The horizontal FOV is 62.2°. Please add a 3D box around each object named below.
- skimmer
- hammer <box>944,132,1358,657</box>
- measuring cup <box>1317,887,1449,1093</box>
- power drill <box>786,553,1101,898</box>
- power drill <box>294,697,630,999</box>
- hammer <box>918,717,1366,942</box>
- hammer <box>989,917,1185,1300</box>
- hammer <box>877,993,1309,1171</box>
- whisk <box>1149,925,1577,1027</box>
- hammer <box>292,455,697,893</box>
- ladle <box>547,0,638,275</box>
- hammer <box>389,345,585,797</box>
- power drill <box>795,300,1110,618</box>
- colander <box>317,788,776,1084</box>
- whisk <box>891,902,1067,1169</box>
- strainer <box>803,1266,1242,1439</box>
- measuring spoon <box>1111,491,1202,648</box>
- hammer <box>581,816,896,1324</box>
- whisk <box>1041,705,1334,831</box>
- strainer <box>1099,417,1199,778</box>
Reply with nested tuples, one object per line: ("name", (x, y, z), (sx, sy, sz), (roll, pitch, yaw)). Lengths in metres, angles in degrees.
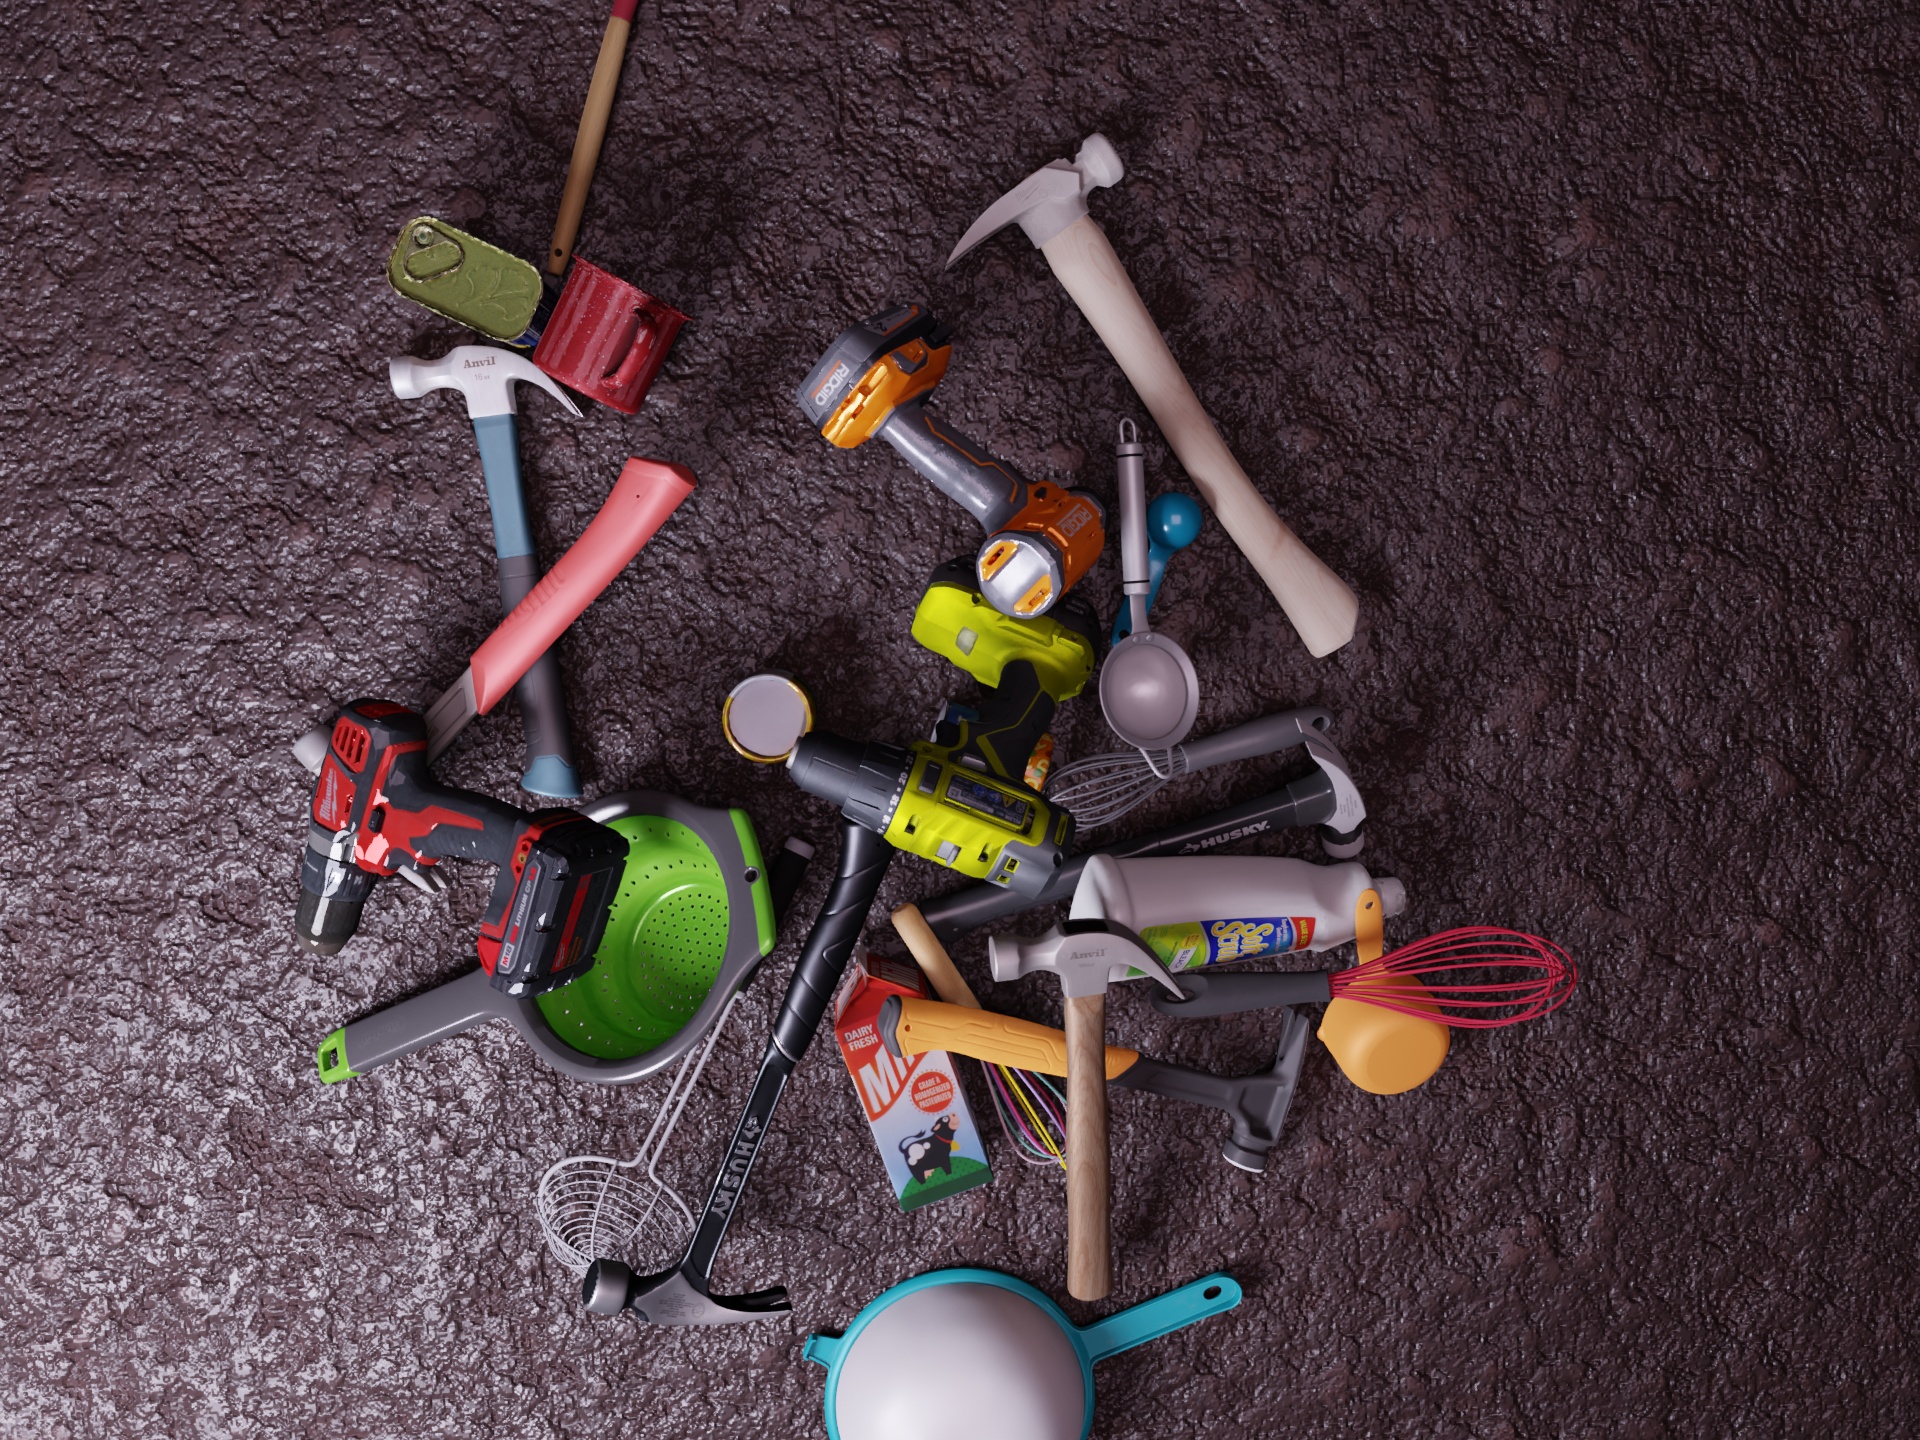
("skimmer", (-0.199, 0.255, 1.196), (0.127, 0.090, 0.363), (26, 83, -1))
("hammer", (0.156, -0.217, 1.171), (0.146, 0.038, 0.410), (-35, 96, 2))
("measuring cup", (0.315, 0.204, 1.175), (0.095, 0.052, 0.173), (-16, 122, -4))
("power drill", (-0.002, -0.003, 1.091), (0.190, 0.080, 0.229), (22, 50, -4))
("power drill", (-0.355, 0.108, 1.084), (0.227, 0.080, 0.188), (24, 103, 18))
("hammer", (0.131, 0.096, 1.171), (0.335, 0.035, 0.146), (-18, 139, 5))
("hammer", (0.093, 0.285, 1.138), (0.130, 0.031, 0.331), (-7, 117, -6))
("hammer", (0.100, 0.243, 1.167), (0.336, 0.034, 0.127), (16, 94, -20))
("whisk", (0.281, 0.187, 1.127), (0.296, 0.073, 0.073), (-6, 96, 13))
("hammer", (-0.310, -0.043, 1.121), (0.359, 0.037, 0.149), (-44, 91, 13))
("ladle", (-0.247, -0.471, 1.129), (0.069, 0.031, 0.315), (17, 96, -2))
("hammer", (-0.321, -0.105, 1.154), (0.128, 0.033, 0.331), (-8, 96, -2))
("power drill", (0.010, -0.185, 1.119), (0.226, 0.164, 0.084), (45, 125, 0))
("colander", (-0.289, 0.189, 1.156), (0.397, 0.094, 0.205), (-24, 65, 17))
("whisk", (0.020, 0.238, 1.181), (0.051, 0.047, 0.245), (-27, 104, 19))
("strainer", (0.061, 0.508, 1.200), (0.340, 0.095, 0.211), (-23, 96, 0))
("measuring spoon", (0.140, -0.106, 1.171), (0.042, 0.021, 0.128), (22, 109, 2))
("hammer", (-0.125, 0.248, 1.117), (0.149, 0.036, 0.409), (20, 99, -22))
("whisk", (0.169, 0.031, 1.189), (0.239, 0.055, 0.055), (-17, 96, -7))
("strainer", (0.128, -0.088, 1.146), (0.087, 0.050, 0.258), (-6, 95, -28))
